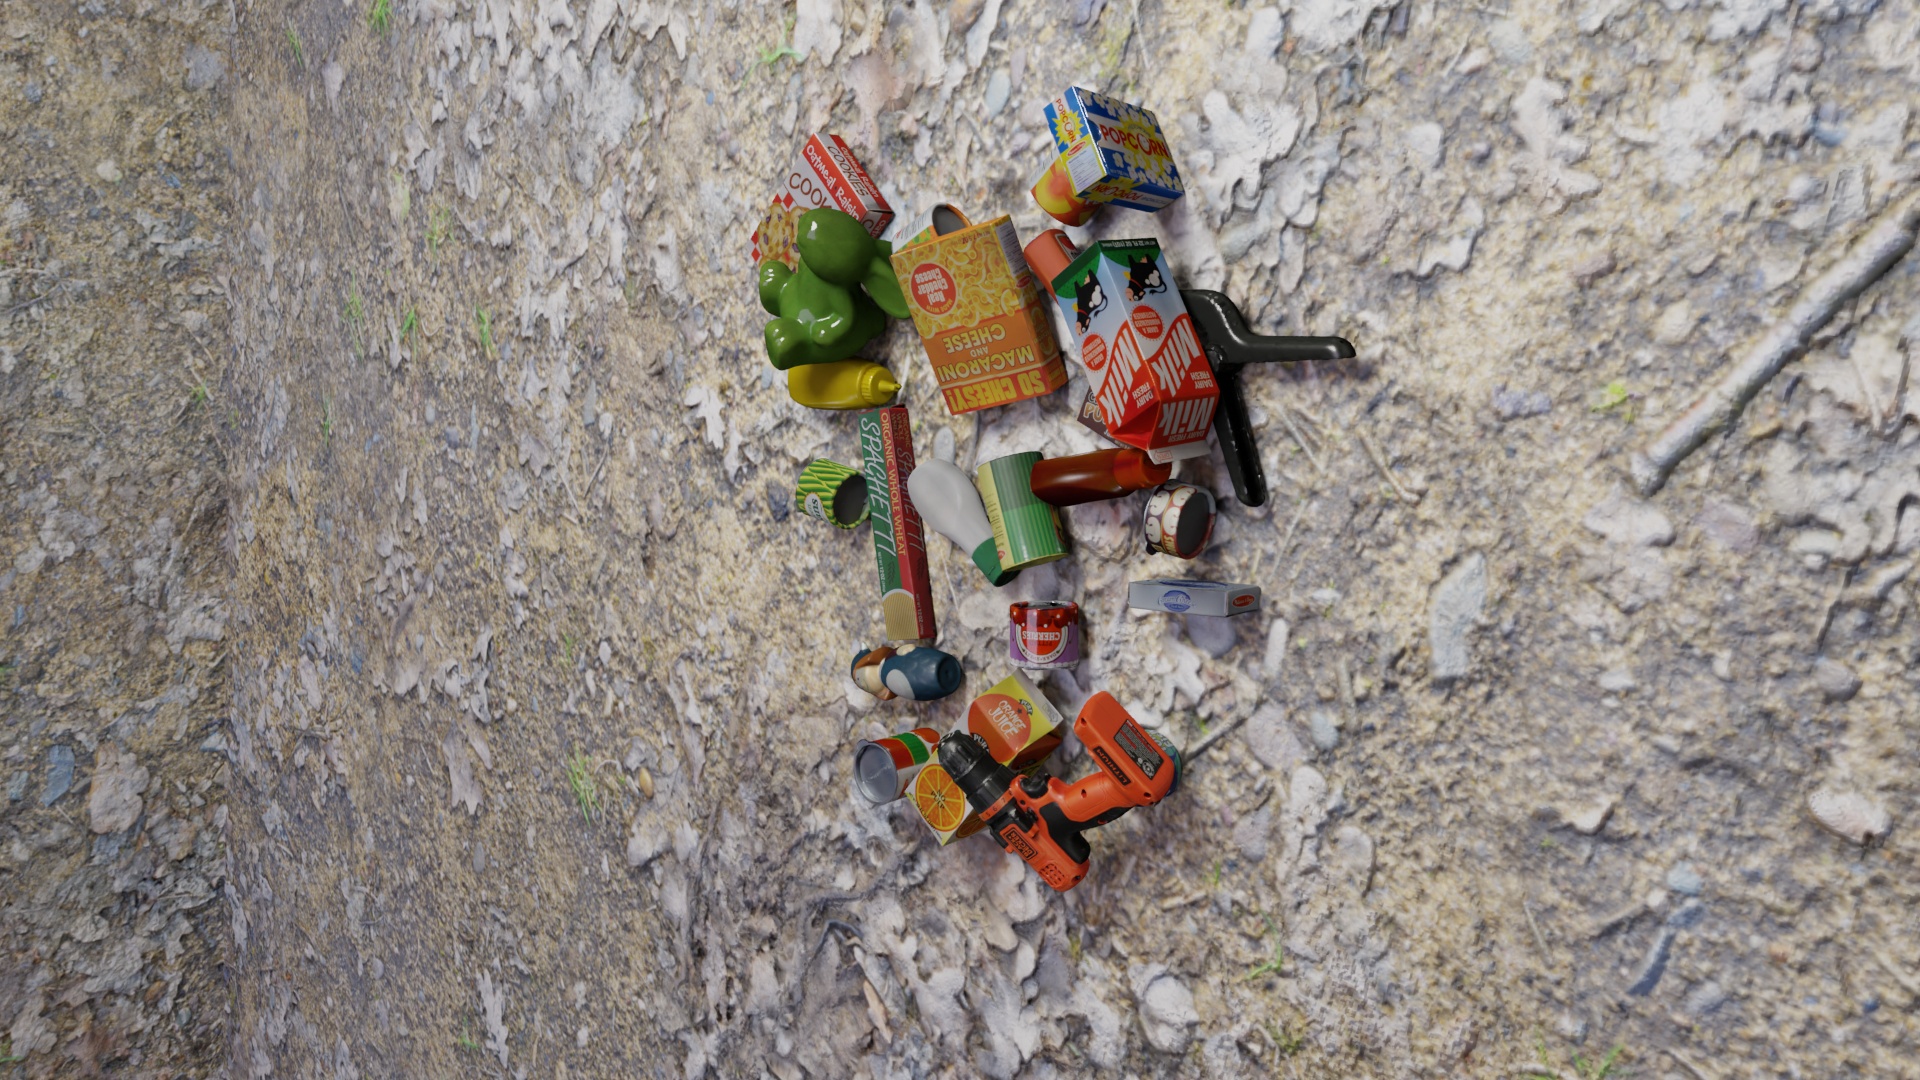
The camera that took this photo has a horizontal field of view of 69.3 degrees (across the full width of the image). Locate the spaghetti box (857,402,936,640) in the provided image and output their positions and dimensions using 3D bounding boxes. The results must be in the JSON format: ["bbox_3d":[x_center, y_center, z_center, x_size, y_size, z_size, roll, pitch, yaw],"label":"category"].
[{"bbox_3d":[-0.067,-0.018,1.469,0.050,0.029,0.250,-8,90,42],"label":"spaghetti box"}]

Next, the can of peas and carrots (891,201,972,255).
[{"bbox_3d":[-0.023,-0.290,1.374,0.058,0.071,0.071,-30,75,40],"label":"can of peas and carrots"}]

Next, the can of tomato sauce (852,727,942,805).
[{"bbox_3d":[-0.061,0.234,1.455,0.071,0.083,0.071,6,99,42],"label":"can of tomato sauce"}]

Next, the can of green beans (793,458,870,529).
[{"bbox_3d":[-0.135,-0.050,1.502,0.058,0.071,0.071,21,109,39],"label":"can of green beans"}]

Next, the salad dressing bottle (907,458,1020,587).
[{"bbox_3d":[0.005,-0.017,1.393,0.148,0.044,0.064,51,124,25],"label":"salad dressing bottle"}]

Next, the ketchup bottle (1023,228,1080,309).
[{"bbox_3d":[0.116,-0.212,1.258,0.043,0.065,0.149,-37,78,18],"label":"ketchup bottle"}]

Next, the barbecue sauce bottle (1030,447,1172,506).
[{"bbox_3d":[0.127,-0.059,1.239,0.148,0.065,0.044,-8,74,58],"label":"barbecue sauce bottle"}]

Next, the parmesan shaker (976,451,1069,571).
[{"bbox_3d":[0.060,-0.028,1.323,0.071,0.071,0.103,-20,81,42],"label":"parmesan shaker"}]

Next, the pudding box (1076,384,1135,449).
[{"bbox_3d":[0.151,-0.112,1.256,0.084,0.030,0.049,37,118,34],"label":"pudding box"}]

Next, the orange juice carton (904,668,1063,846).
[{"bbox_3d":[0.031,0.212,1.375,0.072,0.073,0.191,51,125,26],"label":"orange juice carton"}]

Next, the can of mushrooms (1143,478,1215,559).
[{"bbox_3d":[0.190,-0.016,1.205,0.033,0.071,0.071,17,106,39],"label":"can of mushrooms"}]

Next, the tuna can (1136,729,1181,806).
[{"bbox_3d":[0.168,0.206,1.275,0.071,0.033,0.071,6,99,42],"label":"tuna can"}]

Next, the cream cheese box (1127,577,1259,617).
[{"bbox_3d":[0.203,0.049,1.211,0.104,0.053,0.024,4,96,42],"label":"cream cheese box"}]

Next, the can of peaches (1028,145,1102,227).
[{"bbox_3d":[0.105,-0.324,1.251,0.057,0.071,0.071,-46,65,36],"label":"can of peaches"}]

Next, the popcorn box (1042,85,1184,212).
[{"bbox_3d":[0.132,-0.331,1.183,0.038,0.127,0.085,-26,78,37],"label":"popcorn box"}]

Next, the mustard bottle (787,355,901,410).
[{"bbox_3d":[-0.118,-0.168,1.485,0.160,0.049,0.065,13,103,40],"label":"mustard bottle"}]

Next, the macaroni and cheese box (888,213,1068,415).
[{"bbox_3d":[0.018,-0.211,1.319,0.123,0.040,0.166,-9,110,37],"label":"macaroni and cheese box"}]

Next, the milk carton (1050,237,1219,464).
[{"bbox_3d":[0.154,-0.155,1.174,0.073,0.072,0.191,-36,71,52],"label":"milk carton"}]

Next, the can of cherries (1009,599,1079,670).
[{"bbox_3d":[0.079,0.089,1.318,0.071,0.072,0.058,4,97,42],"label":"can of cherries"}]

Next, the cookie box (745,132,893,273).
[{"bbox_3d":[-0.155,-0.337,1.506,0.166,0.040,0.123,-50,63,36],"label":"cookie box"}]
